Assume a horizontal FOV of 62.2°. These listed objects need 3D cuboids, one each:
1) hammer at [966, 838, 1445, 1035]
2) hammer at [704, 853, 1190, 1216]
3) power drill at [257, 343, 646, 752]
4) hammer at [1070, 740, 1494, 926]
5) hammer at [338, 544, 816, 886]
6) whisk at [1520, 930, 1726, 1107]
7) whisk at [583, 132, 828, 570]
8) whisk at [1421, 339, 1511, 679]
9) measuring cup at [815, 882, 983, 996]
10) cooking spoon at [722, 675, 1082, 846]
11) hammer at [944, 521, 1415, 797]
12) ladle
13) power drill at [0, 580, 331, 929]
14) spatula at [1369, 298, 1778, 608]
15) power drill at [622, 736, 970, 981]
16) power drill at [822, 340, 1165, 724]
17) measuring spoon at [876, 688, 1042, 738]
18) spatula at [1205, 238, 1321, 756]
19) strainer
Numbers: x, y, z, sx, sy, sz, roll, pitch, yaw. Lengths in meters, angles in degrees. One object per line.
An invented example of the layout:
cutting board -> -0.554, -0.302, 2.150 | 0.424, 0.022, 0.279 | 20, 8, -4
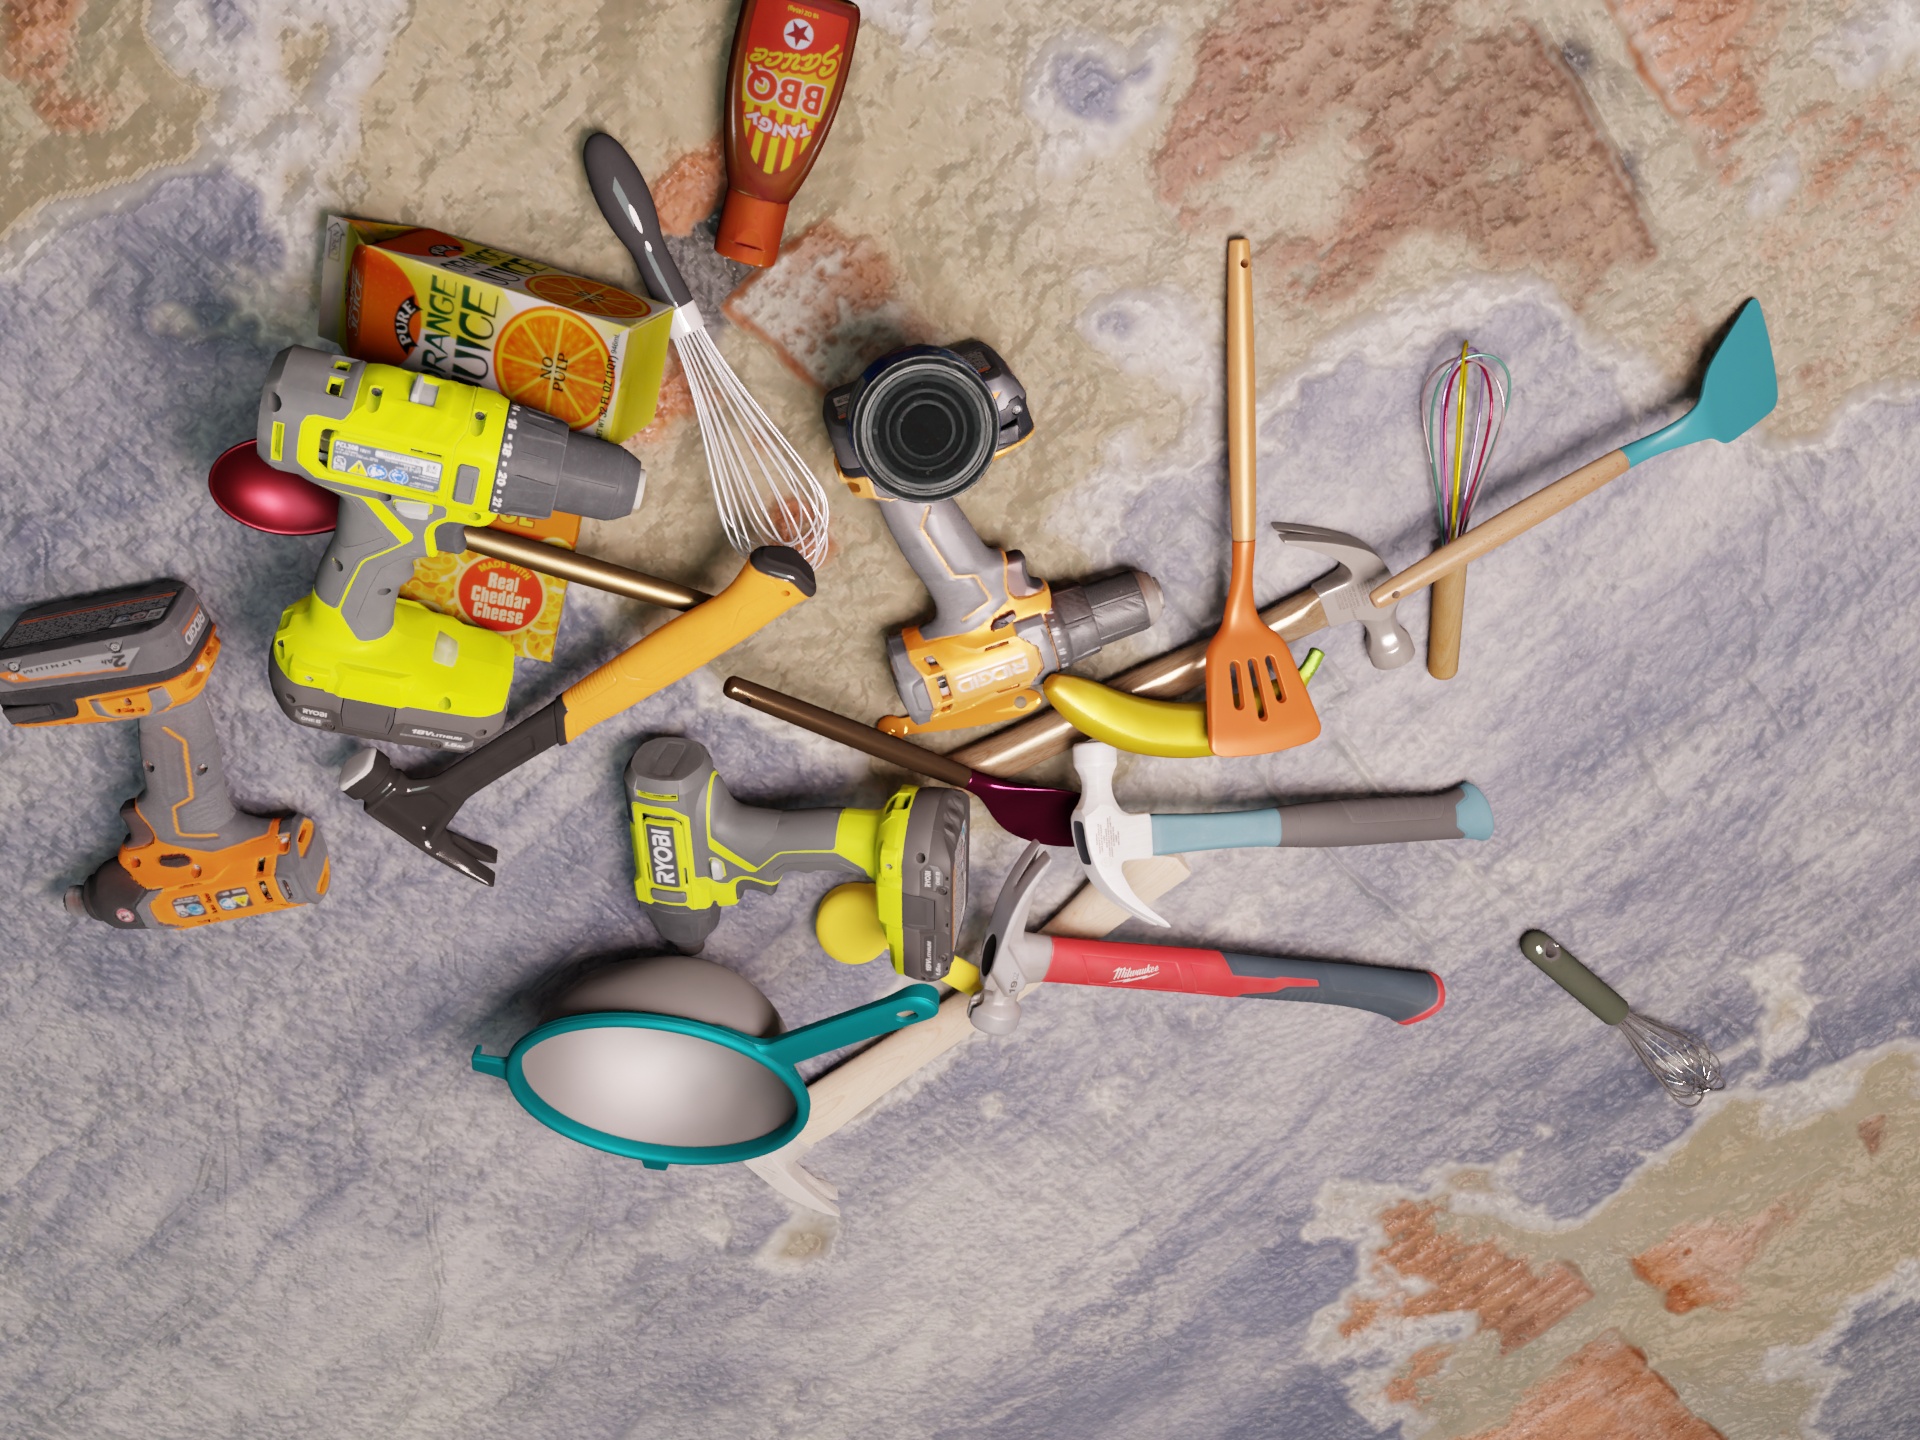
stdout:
hammer -> 0.200, 0.174, 1.175 | 0.386, 0.038, 0.143 | 8, 111, -22
hammer -> 0.005, 0.228, 1.204 | 0.410, 0.038, 0.146 | -37, 118, 11
power drill -> -0.289, -0.089, 0.884 | 0.190, 0.080, 0.228 | 12, 133, -17
hammer -> 0.234, 0.073, 1.123 | 0.331, 0.033, 0.128 | -2, 89, -20
hammer -> -0.227, -0.007, 1.002 | 0.337, 0.034, 0.127 | -30, 130, 18
whisk -> 0.536, 0.241, 1.290 | 0.246, 0.059, 0.058 | 37, 70, -20
whisk -> -0.151, -0.207, 0.940 | 0.070, 0.070, 0.284 | -23, 114, 4
whisk -> 0.331, -0.135, 1.062 | 0.051, 0.047, 0.244 | -10, 123, -5
measuring cup -> -0.033, 0.171, 1.145 | 0.156, 0.029, 0.062 | 28, 102, -1
cooking spoon -> -0.017, 0.030, 1.059 | 0.318, 0.017, 0.068 | 22, 137, -31
hammer -> 0.141, -0.031, 1.090 | 0.331, 0.031, 0.130 | -25, 119, 5
ladle -> -0.274, -0.104, 0.943 | 0.315, 0.031, 0.069 | 16, 129, -20
power drill -> -0.515, 0.037, 1.000 | 0.164, 0.084, 0.226 | -11, 123, -2
spatula -> 0.403, -0.159, 1.038 | 0.317, 0.044, 0.082 | -30, 121, 1
power drill -> -0.110, 0.103, 1.074 | 0.223, 0.080, 0.171 | 7, 126, 8
power drill -> 0.024, -0.118, 1.002 | 0.185, 0.084, 0.226 | -18, 123, -1
measuring spoon -> -0.002, -0.003, 1.080 | 0.117, 0.011, 0.021 | -12, 94, 10
spatula -> 0.184, -0.137, 1.007 | 0.081, 0.041, 0.322 | -9, 108, -14
strainer -> -0.154, 0.206, 1.098 | 0.340, 0.095, 0.210 | -23, 132, 27
